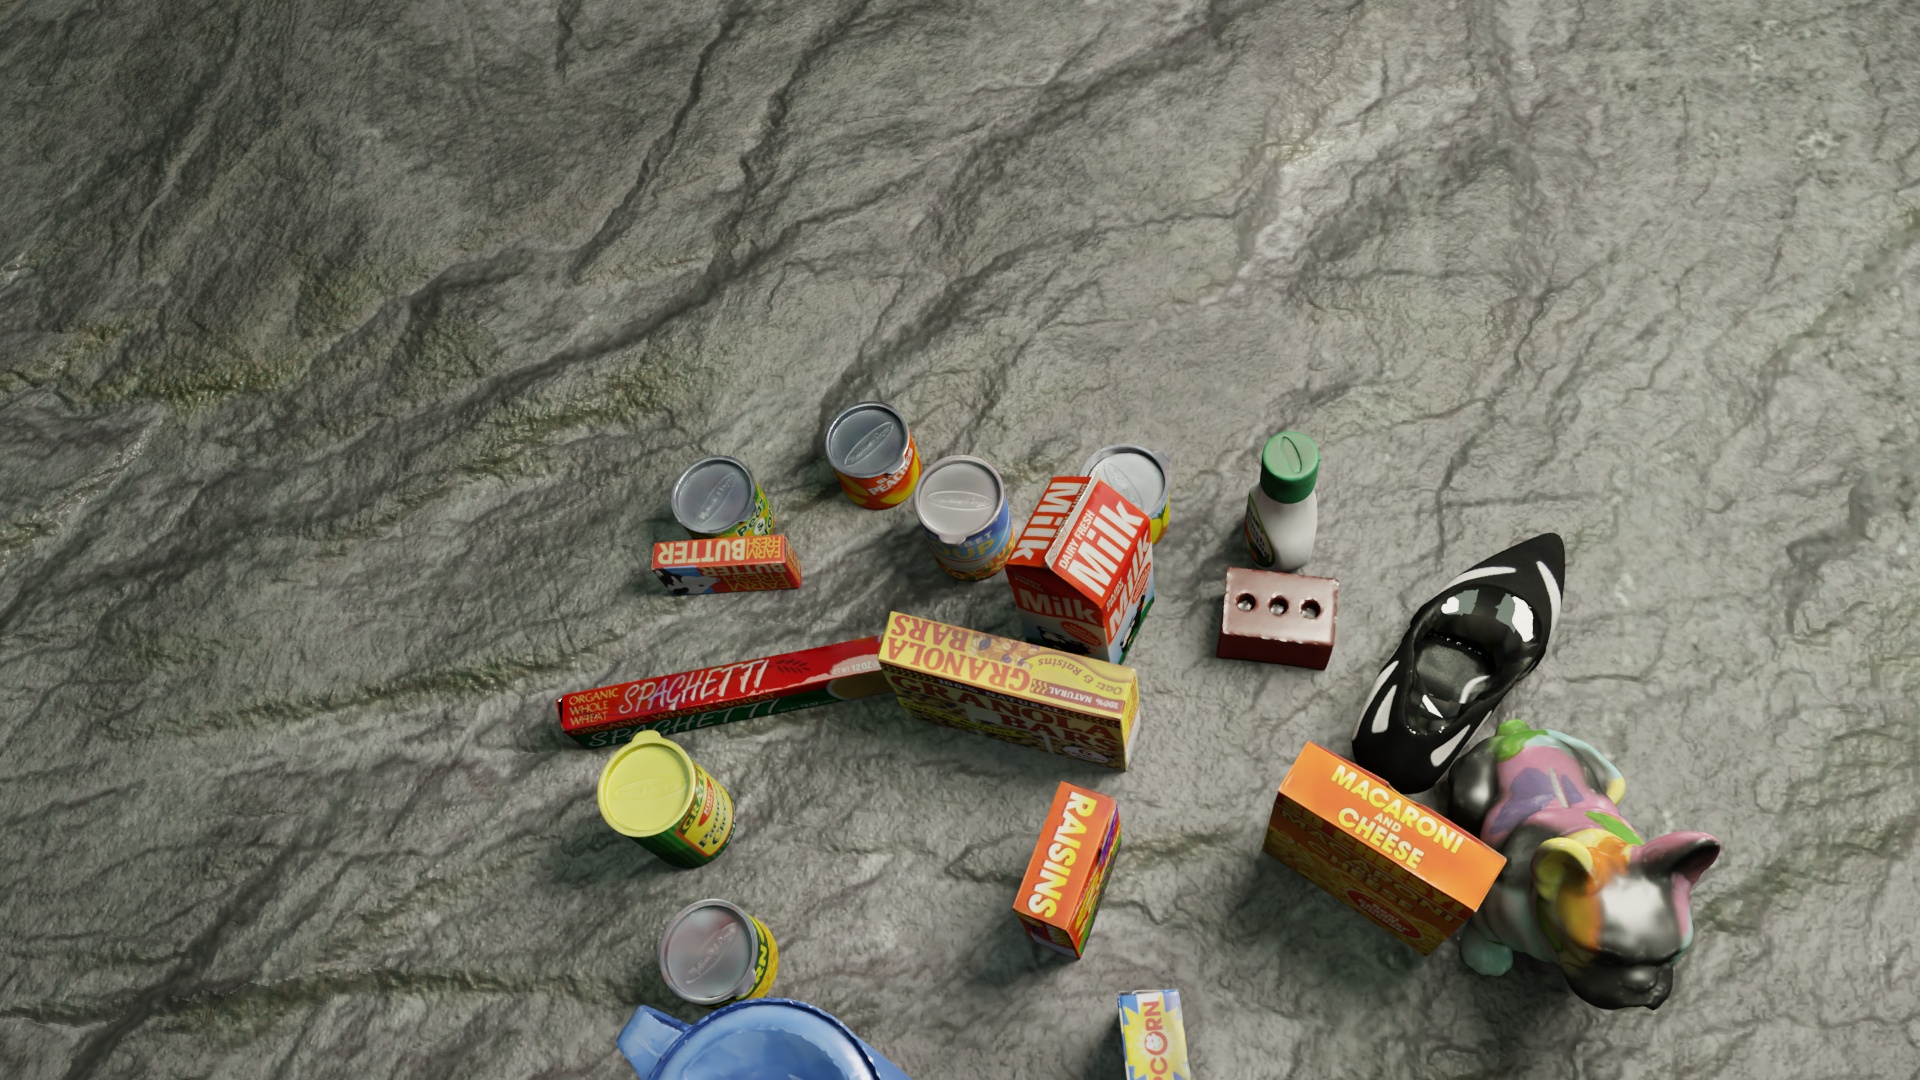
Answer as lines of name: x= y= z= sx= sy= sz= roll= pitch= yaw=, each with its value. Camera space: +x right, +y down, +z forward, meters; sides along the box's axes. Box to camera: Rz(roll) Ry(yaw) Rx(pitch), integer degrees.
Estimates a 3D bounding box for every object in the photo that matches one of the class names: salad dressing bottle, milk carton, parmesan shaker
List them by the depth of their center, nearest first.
milk carton: x=0.082 y=0.022 z=0.935 sx=0.073 sy=0.190 sz=0.072 roll=24 pitch=71 yaw=18
parmesan shaker: x=-0.198 y=0.179 z=0.951 sx=0.071 sy=0.102 sz=0.071 roll=-3 pitch=65 yaw=7
salad dressing bottle: x=0.223 y=-0.026 z=0.960 sx=0.044 sy=0.147 sz=0.064 roll=-16 pitch=64 yaw=1

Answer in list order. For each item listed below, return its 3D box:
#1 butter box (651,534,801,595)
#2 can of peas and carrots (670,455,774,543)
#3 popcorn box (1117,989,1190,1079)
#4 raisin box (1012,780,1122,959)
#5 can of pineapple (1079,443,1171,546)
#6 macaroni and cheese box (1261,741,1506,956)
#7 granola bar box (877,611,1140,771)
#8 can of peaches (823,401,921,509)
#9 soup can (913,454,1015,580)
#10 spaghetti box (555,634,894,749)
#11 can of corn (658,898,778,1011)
butter box: x=-0.176 y=0.019 z=1.051 sx=0.103 sy=0.053 sz=0.024 roll=-4 pitch=65 yaw=7
can of peas and carrots: x=-0.180 y=-0.023 z=1.068 sx=0.071 sy=0.058 sz=0.071 roll=-3 pitch=65 yaw=7
popcorn box: x=0.121 y=0.341 z=0.837 sx=0.038 sy=0.085 sz=0.127 roll=-7 pitch=64 yaw=5
raisin box: x=0.071 y=0.212 z=0.884 sx=0.040 sy=0.123 sz=0.086 roll=18 pitch=69 yaw=16
can of pineapple: x=0.124 y=-0.030 z=1.027 sx=0.071 sy=0.057 sz=0.071 roll=-3 pitch=65 yaw=7
macaroni and cheese box: x=0.250 y=0.189 z=0.844 sx=0.124 sy=0.166 sz=0.040 roll=31 pitch=73 yaw=20
granola bar box: x=0.036 y=0.104 z=0.939 sx=0.165 sy=0.123 sz=0.039 roll=12 pitch=68 yaw=14
can of peaches: x=-0.065 y=-0.063 z=1.071 sx=0.071 sy=0.058 sz=0.071 roll=-3 pitch=65 yaw=7
soup can: x=0.004 y=-0.013 z=1.022 sx=0.071 sy=0.083 sz=0.071 roll=-3 pitch=65 yaw=7
spaghetti box: x=-0.164 y=0.110 z=1.008 sx=0.250 sy=0.050 sz=0.029 roll=-11 pitch=64 yaw=3
can of corn: x=-0.157 y=0.279 z=0.923 sx=0.071 sy=0.058 sz=0.071 roll=-3 pitch=65 yaw=7
